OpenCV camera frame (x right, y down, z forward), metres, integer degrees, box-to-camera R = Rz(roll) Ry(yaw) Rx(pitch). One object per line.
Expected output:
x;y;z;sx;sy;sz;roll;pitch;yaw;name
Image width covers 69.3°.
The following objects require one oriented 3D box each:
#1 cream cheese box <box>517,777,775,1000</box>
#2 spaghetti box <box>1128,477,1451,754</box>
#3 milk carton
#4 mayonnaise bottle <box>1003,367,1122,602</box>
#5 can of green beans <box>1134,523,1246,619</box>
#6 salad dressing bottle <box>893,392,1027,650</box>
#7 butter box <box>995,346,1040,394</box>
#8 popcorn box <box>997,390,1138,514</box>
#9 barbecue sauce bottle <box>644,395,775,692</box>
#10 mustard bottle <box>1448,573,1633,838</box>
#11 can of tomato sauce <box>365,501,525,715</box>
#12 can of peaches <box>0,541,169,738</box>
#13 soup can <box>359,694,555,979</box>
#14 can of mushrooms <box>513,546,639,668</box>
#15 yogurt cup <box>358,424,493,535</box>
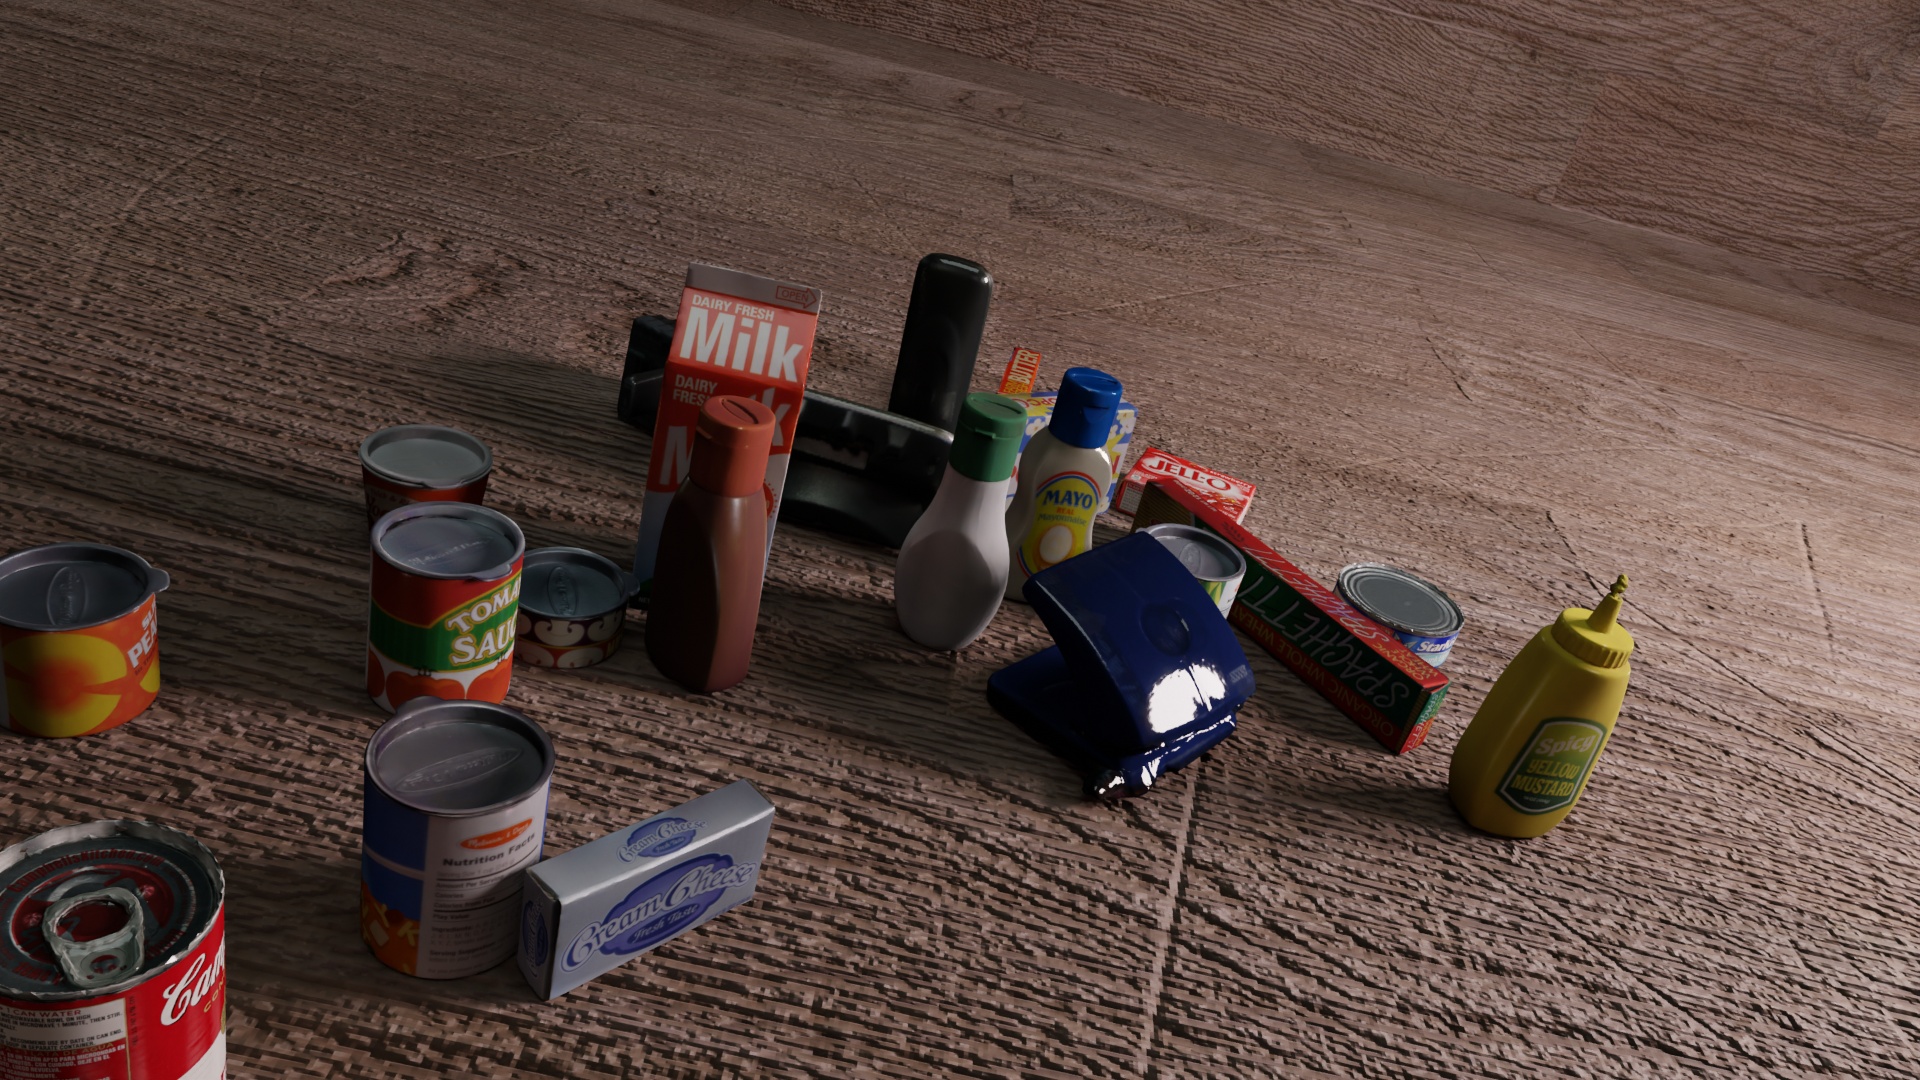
-0.123;0.137;0.552;0.024;0.053;0.104;35;34;32;cream cheese box
0.202;0.041;0.888;0.029;0.050;0.251;-8;36;-37;spaghetti box
-0.127;-0.055;0.752;0.072;0.189;0.074;11;28;-8;milk carton
0.061;-0.032;0.847;0.065;0.147;0.041;7;29;-15;mayonnaise bottle
0.137;0.031;0.867;0.071;0.057;0.071;12;28;-6;can of green beans
0.003;-0.010;0.779;0.064;0.147;0.044;19;28;7;salad dressing bottle
0.040;-0.107;1.074;0.024;0.052;0.104;16;28;2;butter box
0.056;-0.058;0.958;0.127;0.084;0.038;-7;35;-36;popcorn box
-0.124;0.001;0.697;0.044;0.147;0.065;-14;39;-42;barbecue sauce bottle
0.319;0.087;0.746;0.065;0.159;0.049;9;28;-12;mustard bottle
-0.240;0.034;0.649;0.071;0.082;0.071;12;28;-6;can of tomato sauce
-0.378;0.042;0.594;0.071;0.057;0.071;12;28;-6;can of peaches
-0.194;0.112;0.530;0.071;0.083;0.072;12;28;-6;soup can
-0.204;0.034;0.719;0.071;0.033;0.071;12;28;-6;can of mushrooms
-0.294;-0.026;0.762;0.072;0.053;0.073;12;28;-6;yogurt cup
